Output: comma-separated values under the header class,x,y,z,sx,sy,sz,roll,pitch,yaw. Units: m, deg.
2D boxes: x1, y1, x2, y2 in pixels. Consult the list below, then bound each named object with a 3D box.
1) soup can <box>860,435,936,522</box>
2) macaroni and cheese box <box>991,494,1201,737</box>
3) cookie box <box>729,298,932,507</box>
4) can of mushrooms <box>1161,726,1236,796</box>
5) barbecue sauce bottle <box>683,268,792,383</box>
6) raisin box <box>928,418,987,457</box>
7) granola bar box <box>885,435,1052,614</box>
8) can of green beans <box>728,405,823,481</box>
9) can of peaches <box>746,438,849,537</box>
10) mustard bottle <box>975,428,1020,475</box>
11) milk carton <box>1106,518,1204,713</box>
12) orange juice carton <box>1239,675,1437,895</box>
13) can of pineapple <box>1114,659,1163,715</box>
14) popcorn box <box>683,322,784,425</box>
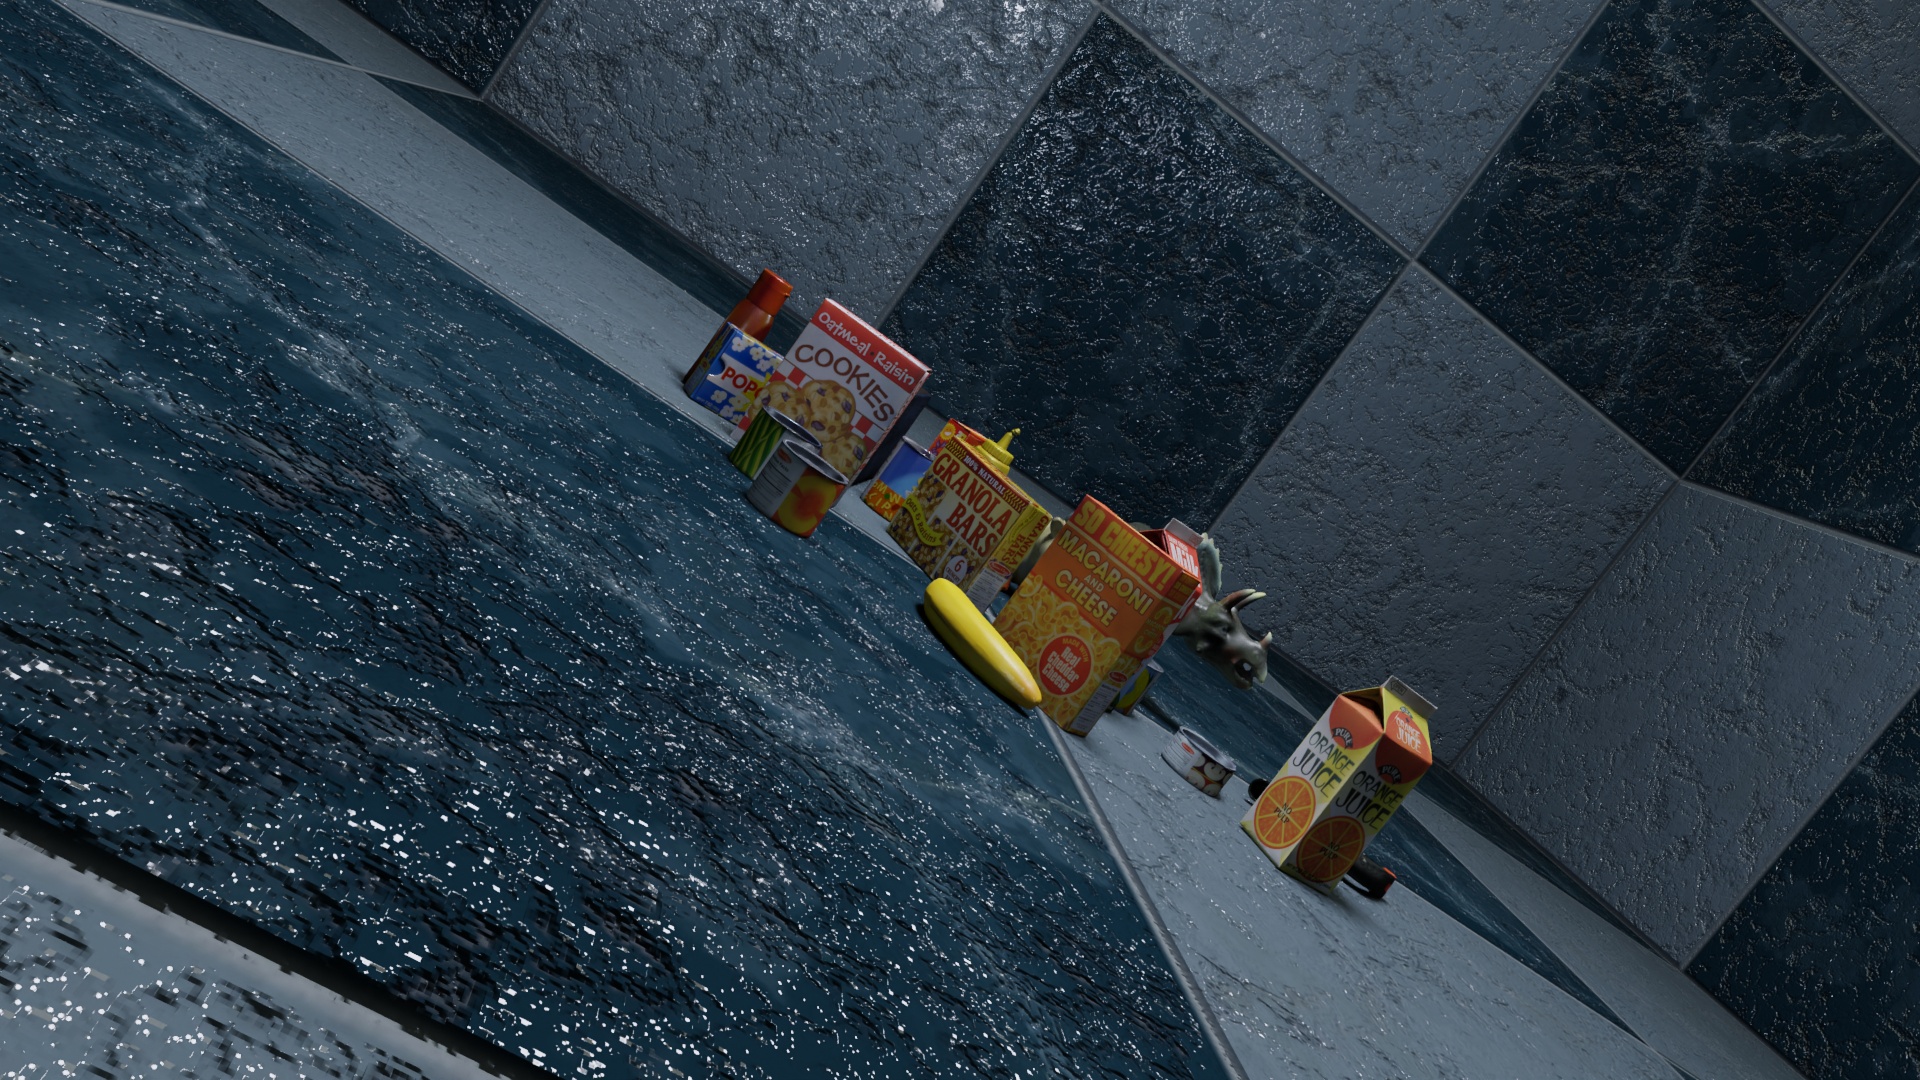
class,x,y,z,sx,sy,sz,roll,pitch,yaw
soup can,-0.059,-0.062,1.540,0.071,0.083,0.071,35,7,-5
macaroni and cheese box,0.107,0.063,1.183,0.124,0.166,0.040,41,8,37
cookie box,-0.127,-0.135,1.366,0.123,0.167,0.040,36,7,0
can of mushrooms,0.227,0.211,1.318,0.071,0.033,0.071,35,7,-5
barbecue sauce bottle,-0.234,-0.218,1.476,0.044,0.148,0.065,37,7,7
raisin box,-0.016,-0.082,1.708,0.040,0.123,0.086,40,8,28
granola bar box,0.005,-0.017,1.392,0.039,0.124,0.166,30,9,-39
can of green beans,-0.168,-0.081,1.266,0.071,0.057,0.071,35,7,-5
can of peaches,-0.136,-0.043,1.169,0.071,0.058,0.071,35,7,-5
mustard bottle,0.017,-0.070,1.640,0.049,0.160,0.065,30,9,-42
milk carton,0.160,0.064,1.325,0.073,0.190,0.072,41,8,37
orange juice carton,0.344,0.210,1.233,0.072,0.192,0.073,32,8,-28
can of pineapple,0.160,0.134,1.403,0.071,0.058,0.071,35,7,-5
popcorn box,-0.212,-0.158,1.447,0.126,0.085,0.038,31,8,-34
